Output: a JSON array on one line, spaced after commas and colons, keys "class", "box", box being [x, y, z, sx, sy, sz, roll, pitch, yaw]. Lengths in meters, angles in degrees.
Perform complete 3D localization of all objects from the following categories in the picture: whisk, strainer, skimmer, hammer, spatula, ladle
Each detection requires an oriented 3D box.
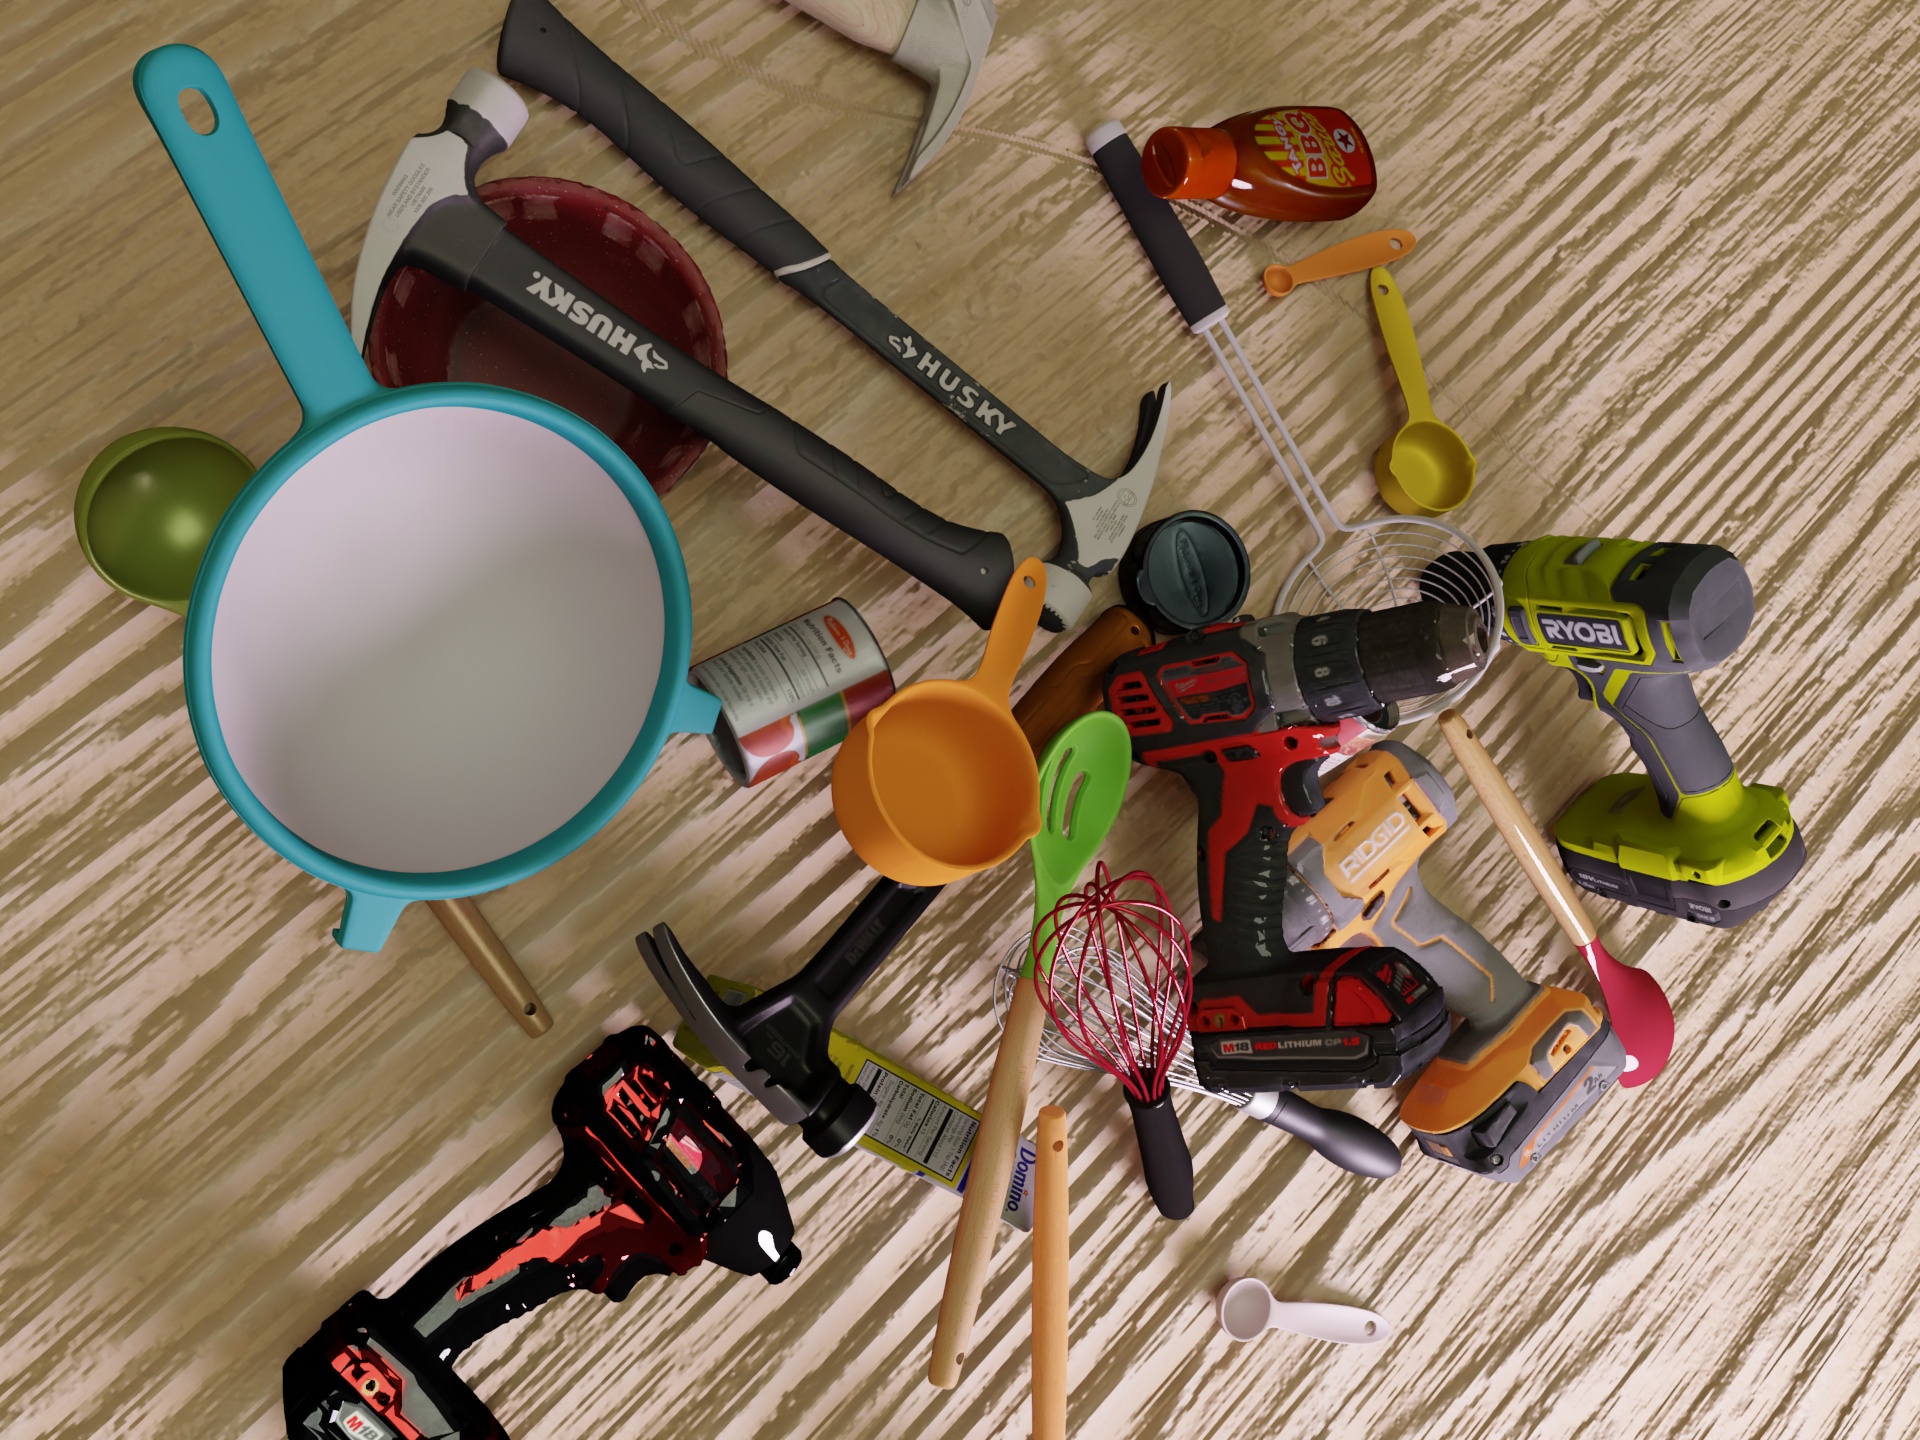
[{"class": "whisk", "box": [0.087, 0.167, 0.763, 0.073, 0.073, 0.295, -38, 139, -18]}, {"class": "strainer", "box": [-0.243, -0.091, 0.638, 0.211, 0.095, 0.340, -36, 123, -29]}, {"class": "skimmer", "box": [0.167, -0.167, 0.867, 0.127, 0.090, 0.363, -30, 96, 14]}, {"class": "hammer", "box": [-0.061, -0.224, 0.815, 0.408, 0.036, 0.149, 38, 74, -15]}, {"class": "hammer", "box": [-0.115, -0.139, 0.729, 0.334, 0.035, 0.146, 32, 76, -17]}, {"class": "spatula", "box": [0.038, 0.329, 0.768, 0.081, 0.041, 0.322, -7, 107, -22]}, {"class": "whisk", "box": [0.134, 0.191, 0.858, 0.284, 0.070, 0.070, 30, 77, -21]}, {"class": "hammer", "box": [-0.175, -0.410, 0.782, 0.410, 0.038, 0.146, 21, 81, -18]}, {"class": "ladle", "box": [-0.276, 0.014, 0.711, 0.078, 0.062, 0.320, -38, 103, -25]}, {"class": "ladle", "box": [0.345, 0.105, 0.907, 0.315, 0.031, 0.069, 51, 57, -27]}, {"class": "hammer", "box": [-0.005, 0.043, 0.768, 0.127, 0.034, 0.337, 48, 54, -7]}]

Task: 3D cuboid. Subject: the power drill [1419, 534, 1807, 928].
[{"class": "power drill", "box": [0.367, -0.004, 0.901, 0.080, 0.191, 0.228, -39, 115, -20]}]

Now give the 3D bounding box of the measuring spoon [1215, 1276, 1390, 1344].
[{"class": "measuring spoon", "box": [0.191, 0.334, 0.893, 0.124, 0.018, 0.034, 18, 81, -26]}]

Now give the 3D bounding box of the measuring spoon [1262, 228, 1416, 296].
[{"class": "measuring spoon", "box": [0.223, -0.270, 0.938, 0.117, 0.011, 0.021, -23, 83, -23]}]

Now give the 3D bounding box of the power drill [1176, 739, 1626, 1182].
[{"class": "power drill", "box": [0.241, 0.151, 0.887, 0.185, 0.084, 0.226, -40, 97, -15]}]

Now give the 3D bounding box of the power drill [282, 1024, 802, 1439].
[{"class": "power drill", "box": [-0.181, 0.262, 0.724, 0.220, 0.078, 0.143, -44, 102, -20]}]

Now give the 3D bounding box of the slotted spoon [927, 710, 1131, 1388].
[{"class": "slotted spoon", "box": [0.027, 0.145, 0.737, 0.070, 0.031, 0.314, 28, 71, -48]}]

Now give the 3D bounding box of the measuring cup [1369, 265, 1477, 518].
[{"class": "measuring cup", "box": [0.261, -0.193, 0.944, 0.062, 0.029, 0.157, -7, 78, -21]}]

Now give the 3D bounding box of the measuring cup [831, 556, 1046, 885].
[{"class": "measuring cup", "box": [-0.001, -0.002, 0.736, 0.095, 0.052, 0.174, 34, 55, -17]}]

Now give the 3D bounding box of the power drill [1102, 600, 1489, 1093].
[{"class": "power drill", "box": [0.175, 0.056, 0.766, 0.080, 0.188, 0.227, -11, 90, -56]}]
